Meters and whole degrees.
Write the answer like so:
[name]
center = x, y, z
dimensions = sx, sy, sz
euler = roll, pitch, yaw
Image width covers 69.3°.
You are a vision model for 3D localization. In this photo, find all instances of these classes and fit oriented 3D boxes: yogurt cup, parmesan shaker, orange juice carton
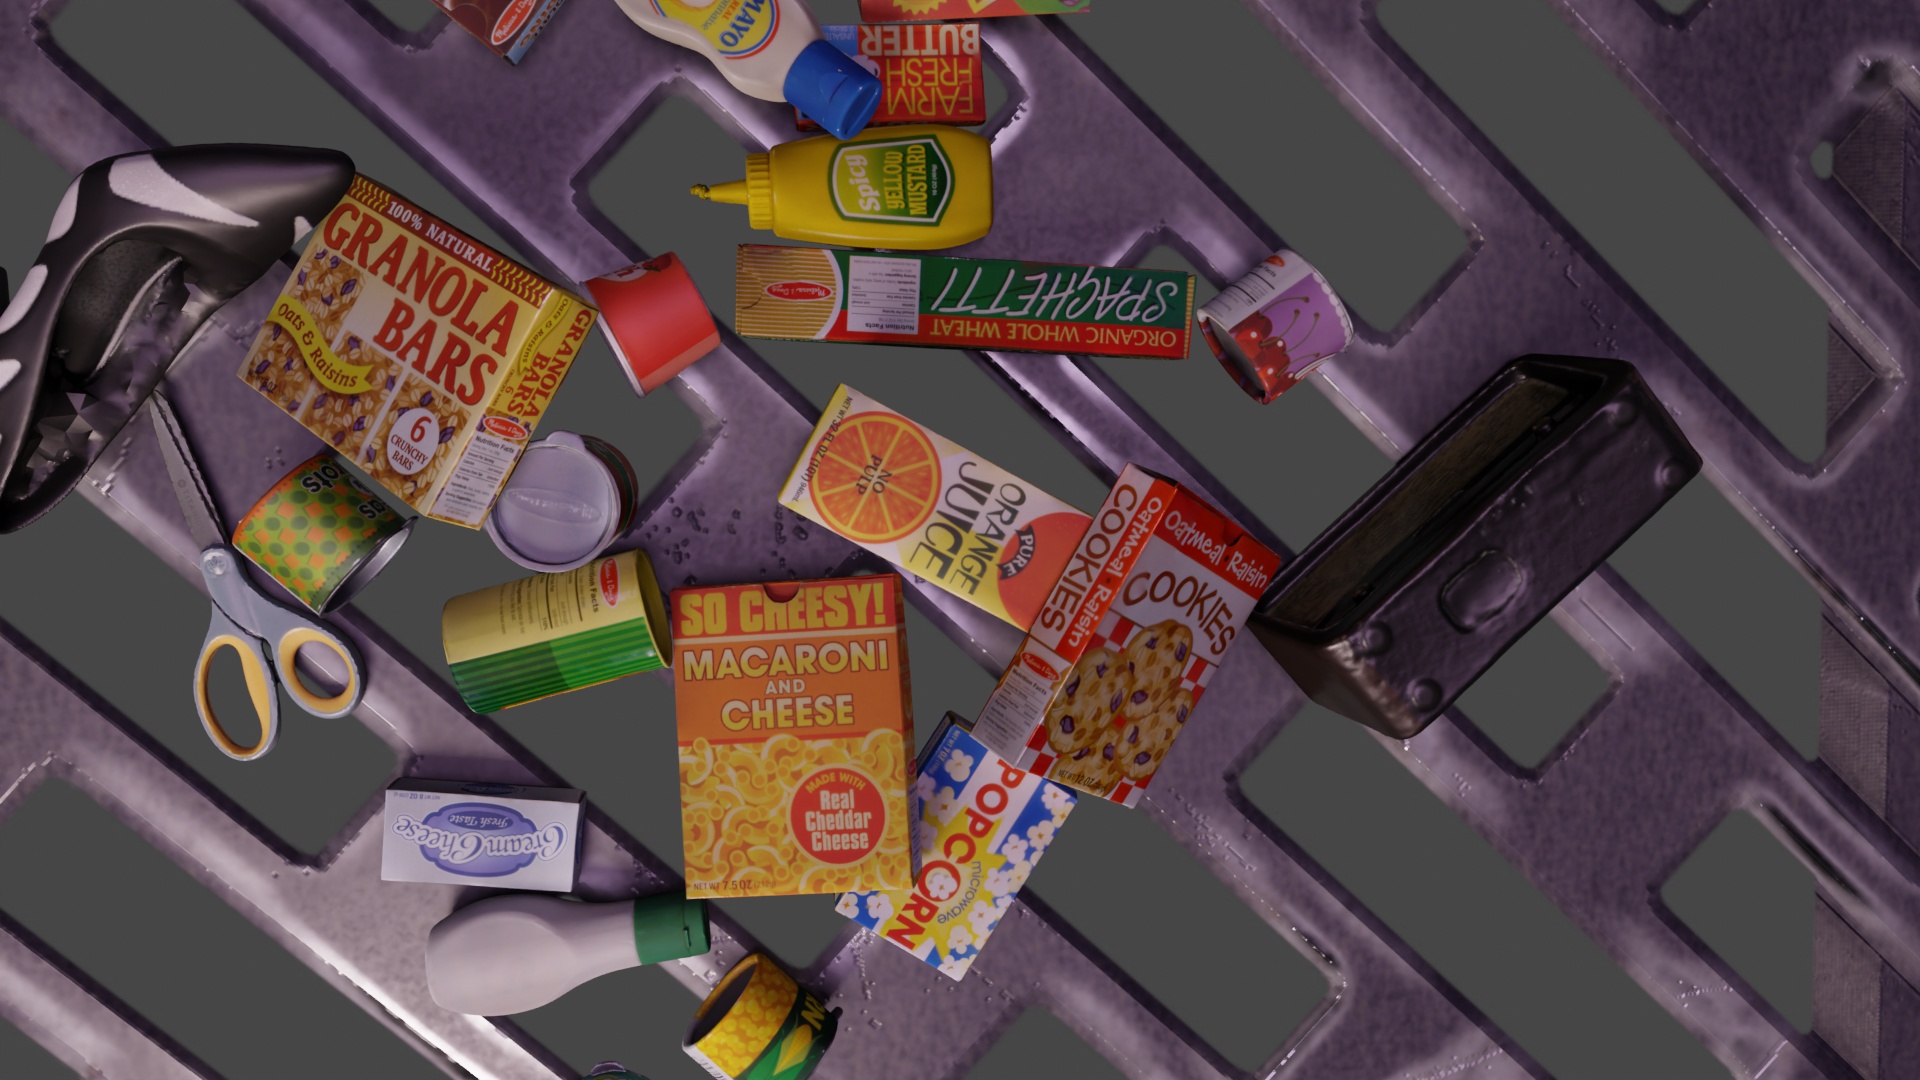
[yogurt cup]
center = -0.162, -0.116, 0.730
dimensions = 0.054, 0.072, 0.072
euler = -29, 98, -10
[parmesan shaker]
center = -0.213, 0.047, 0.741
dimensions = 0.103, 0.071, 0.071
euler = -15, 97, -3
[orange juice carton]
center = 0.003, -0.009, 0.752
dimensions = 0.193, 0.073, 0.072
euler = 28, 92, -8

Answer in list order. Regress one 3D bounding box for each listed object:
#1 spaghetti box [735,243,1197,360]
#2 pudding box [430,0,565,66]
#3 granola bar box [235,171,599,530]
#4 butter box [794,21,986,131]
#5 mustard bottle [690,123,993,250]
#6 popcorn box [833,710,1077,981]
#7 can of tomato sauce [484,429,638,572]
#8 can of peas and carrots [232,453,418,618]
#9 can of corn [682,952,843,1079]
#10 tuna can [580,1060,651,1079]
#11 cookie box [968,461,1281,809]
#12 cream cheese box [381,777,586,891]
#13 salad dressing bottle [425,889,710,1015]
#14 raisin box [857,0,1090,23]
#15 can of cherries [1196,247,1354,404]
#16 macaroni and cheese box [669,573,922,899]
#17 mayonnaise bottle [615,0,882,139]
[spaghetti box]
center = 0.004, -0.129, 0.763
dimensions = 0.250, 0.029, 0.050
euler = 2, 95, -6
[pudding box]
center = -0.230, -0.296, 0.721
dimensions = 0.049, 0.030, 0.083
euler = 37, 91, -9
[granola bar box]
center = -0.271, -0.097, 0.689
dimensions = 0.166, 0.039, 0.124
euler = 30, 92, 27
[butter box]
center = -0.039, -0.250, 0.749
dimensions = 0.103, 0.024, 0.053
euler = -3, 95, -6
[mustard bottle]
center = -0.063, -0.186, 0.740
dimensions = 0.160, 0.049, 0.065
euler = -4, 93, -6
[popcorn box]
center = -0.003, 0.172, 0.787
dimensions = 0.085, 0.038, 0.126
euler = 33, 92, -8
[can of tomato sauce]
center = -0.206, -0.023, 0.724
dimensions = 0.071, 0.083, 0.071
euler = -1, 96, -6
[can of peas and carrots]
center = -0.329, -0.005, 0.721
dimensions = 0.058, 0.071, 0.071
euler = 42, 90, -8
[can of corn]
center = -0.110, 0.271, 0.772
dimensions = 0.058, 0.071, 0.071
euler = 43, 90, -8
[tuna can]
center = -0.198, 0.335, 0.785
dimensions = 0.071, 0.033, 0.071
euler = -1, 96, -6
[cookie box]
center = 0.094, 0.055, 0.752
dimensions = 0.123, 0.040, 0.167
euler = 28, 93, -48
[cream cheese box]
center = -0.262, 0.162, 0.766
dimensions = 0.104, 0.024, 0.053
euler = 5, 97, -6
[salad dressing bottle]
center = -0.214, 0.223, 0.768
dimensions = 0.148, 0.044, 0.064
euler = -8, 101, -6
[raisin box]
center = 0.006, -0.319, 0.721
dimensions = 0.123, 0.040, 0.085
euler = -5, 131, -6
[can of cherries]
center = 0.173, -0.115, 0.764
dimensions = 0.058, 0.071, 0.071
euler = -37, 98, -1
[macaroni and cheese box]
center = -0.088, 0.104, 0.749
dimensions = 0.124, 0.040, 0.166
euler = -4, 88, 5
[mayonnaise bottle]
center = -0.108, -0.263, 0.714
dimensions = 0.148, 0.041, 0.064
euler = 38, 96, 8
